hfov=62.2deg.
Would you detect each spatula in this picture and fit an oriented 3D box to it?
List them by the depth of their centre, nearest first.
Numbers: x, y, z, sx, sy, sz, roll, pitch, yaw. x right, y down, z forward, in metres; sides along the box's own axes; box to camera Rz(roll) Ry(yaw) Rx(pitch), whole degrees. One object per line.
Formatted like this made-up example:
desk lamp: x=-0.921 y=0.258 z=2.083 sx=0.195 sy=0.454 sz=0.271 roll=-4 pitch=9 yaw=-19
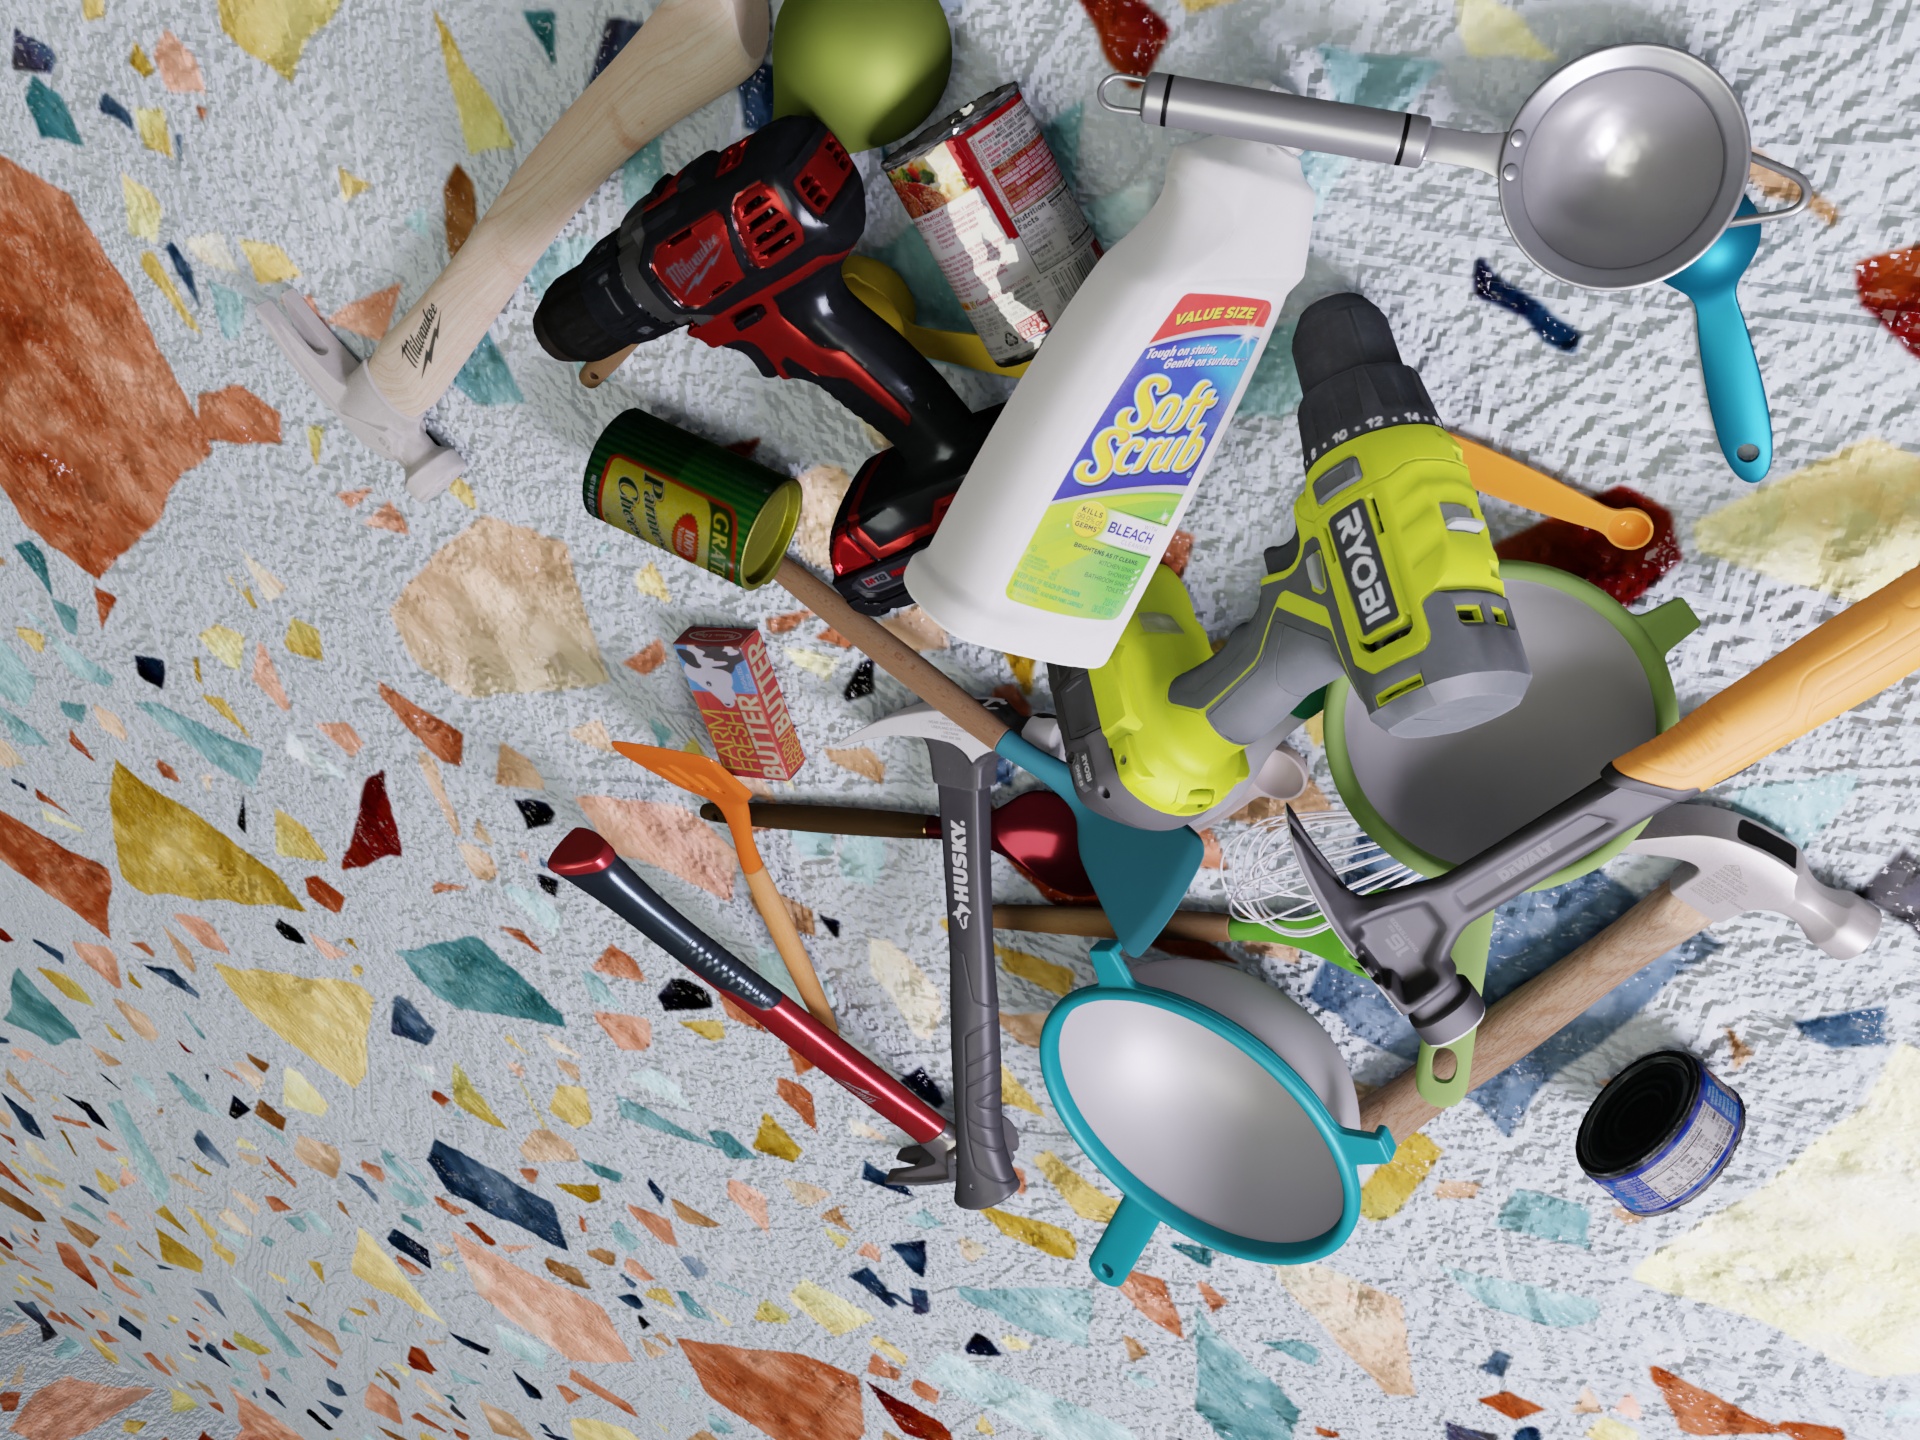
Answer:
spatula: x=-0.001 y=-0.003 z=0.863 sx=0.318 sy=0.044 sz=0.082 roll=38 pitch=123 yaw=17
spatula: x=-0.138 y=0.121 z=1.074 sx=0.081 sy=0.041 sz=0.322 roll=8 pitch=136 yaw=29

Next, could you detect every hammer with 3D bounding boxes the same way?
hammer: x=0.299 y=0.005 z=0.649 sx=0.337 sy=0.034 sz=0.127 roll=-35 pitch=103 yaw=18
hammer: x=-0.240 y=-0.264 z=0.836 sx=0.410 sy=0.038 sz=0.146 roll=-28 pitch=107 yaw=42
hammer: x=0.314 y=0.152 z=0.859 sx=0.130 sy=0.031 sz=0.331 roll=34 pitch=136 yaw=1
hammer: x=0.002 y=0.147 z=0.962 sx=0.146 sy=0.035 sz=0.334 roll=8 pitch=111 yaw=31
hammer: x=-0.138 y=0.211 z=1.131 sx=0.386 sy=0.038 sz=0.143 roll=41 pitch=141 yaw=-17

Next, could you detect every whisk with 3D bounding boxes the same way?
whisk: x=0.256 y=0.054 z=0.798 sx=0.284 sy=0.070 sz=0.070 roll=-22 pitch=113 yaw=36

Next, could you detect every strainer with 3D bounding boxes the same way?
strainer: x=0.178 y=-0.218 z=0.598 sx=0.258 sy=0.050 sz=0.087 roll=12 pitch=107 yaw=7
strainer: x=0.244 y=0.051 z=0.744 sx=0.151 sy=0.069 sz=0.256 roll=9 pitch=102 yaw=21
strainer: x=0.148 y=0.257 z=1.002 sx=0.211 sy=0.095 sz=0.340 roll=34 pitch=142 yaw=17

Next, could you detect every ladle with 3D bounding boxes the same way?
ladle: x=-0.113 y=-0.249 z=0.777 sx=0.078 sy=0.062 sz=0.320 roll=32 pitch=146 yaw=-23
ladle: x=-0.041 y=0.067 z=1.000 sx=0.315 sy=0.031 sz=0.069 roll=2 pitch=115 yaw=31

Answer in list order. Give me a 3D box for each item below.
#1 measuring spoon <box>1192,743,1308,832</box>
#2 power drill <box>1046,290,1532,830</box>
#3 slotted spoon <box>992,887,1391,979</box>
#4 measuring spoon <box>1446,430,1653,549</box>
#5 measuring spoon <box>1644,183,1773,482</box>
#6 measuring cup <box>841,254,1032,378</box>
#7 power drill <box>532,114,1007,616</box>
measuring spoon: x=0.147 y=0.040 z=0.880 sx=0.034 sy=0.018 sz=0.124 roll=47 pitch=141 yaw=-7
power drill: x=0.134 y=-0.061 z=0.716 sx=0.228 sy=0.080 sz=0.191 roll=-35 pitch=61 yaw=50
slotted spoon: x=0.138 y=0.124 z=0.943 sx=0.314 sy=0.031 sz=0.070 roll=-1 pitch=128 yaw=33
measuring spoon: x=0.248 y=-0.106 z=0.701 sx=0.117 sy=0.011 sz=0.021 roll=26 pitch=136 yaw=14
measuring spoon: x=0.299 y=-0.146 z=0.625 sx=0.042 sy=0.021 sz=0.128 roll=-8 pitch=120 yaw=35
measuring cup: x=-0.001 y=-0.189 z=0.771 sx=0.156 sy=0.029 sz=0.062 roll=12 pitch=141 yaw=6
power drill: x=-0.080 y=-0.157 z=0.758 sx=0.188 sy=0.080 sz=0.226 roll=-16 pitch=128 yaw=37
